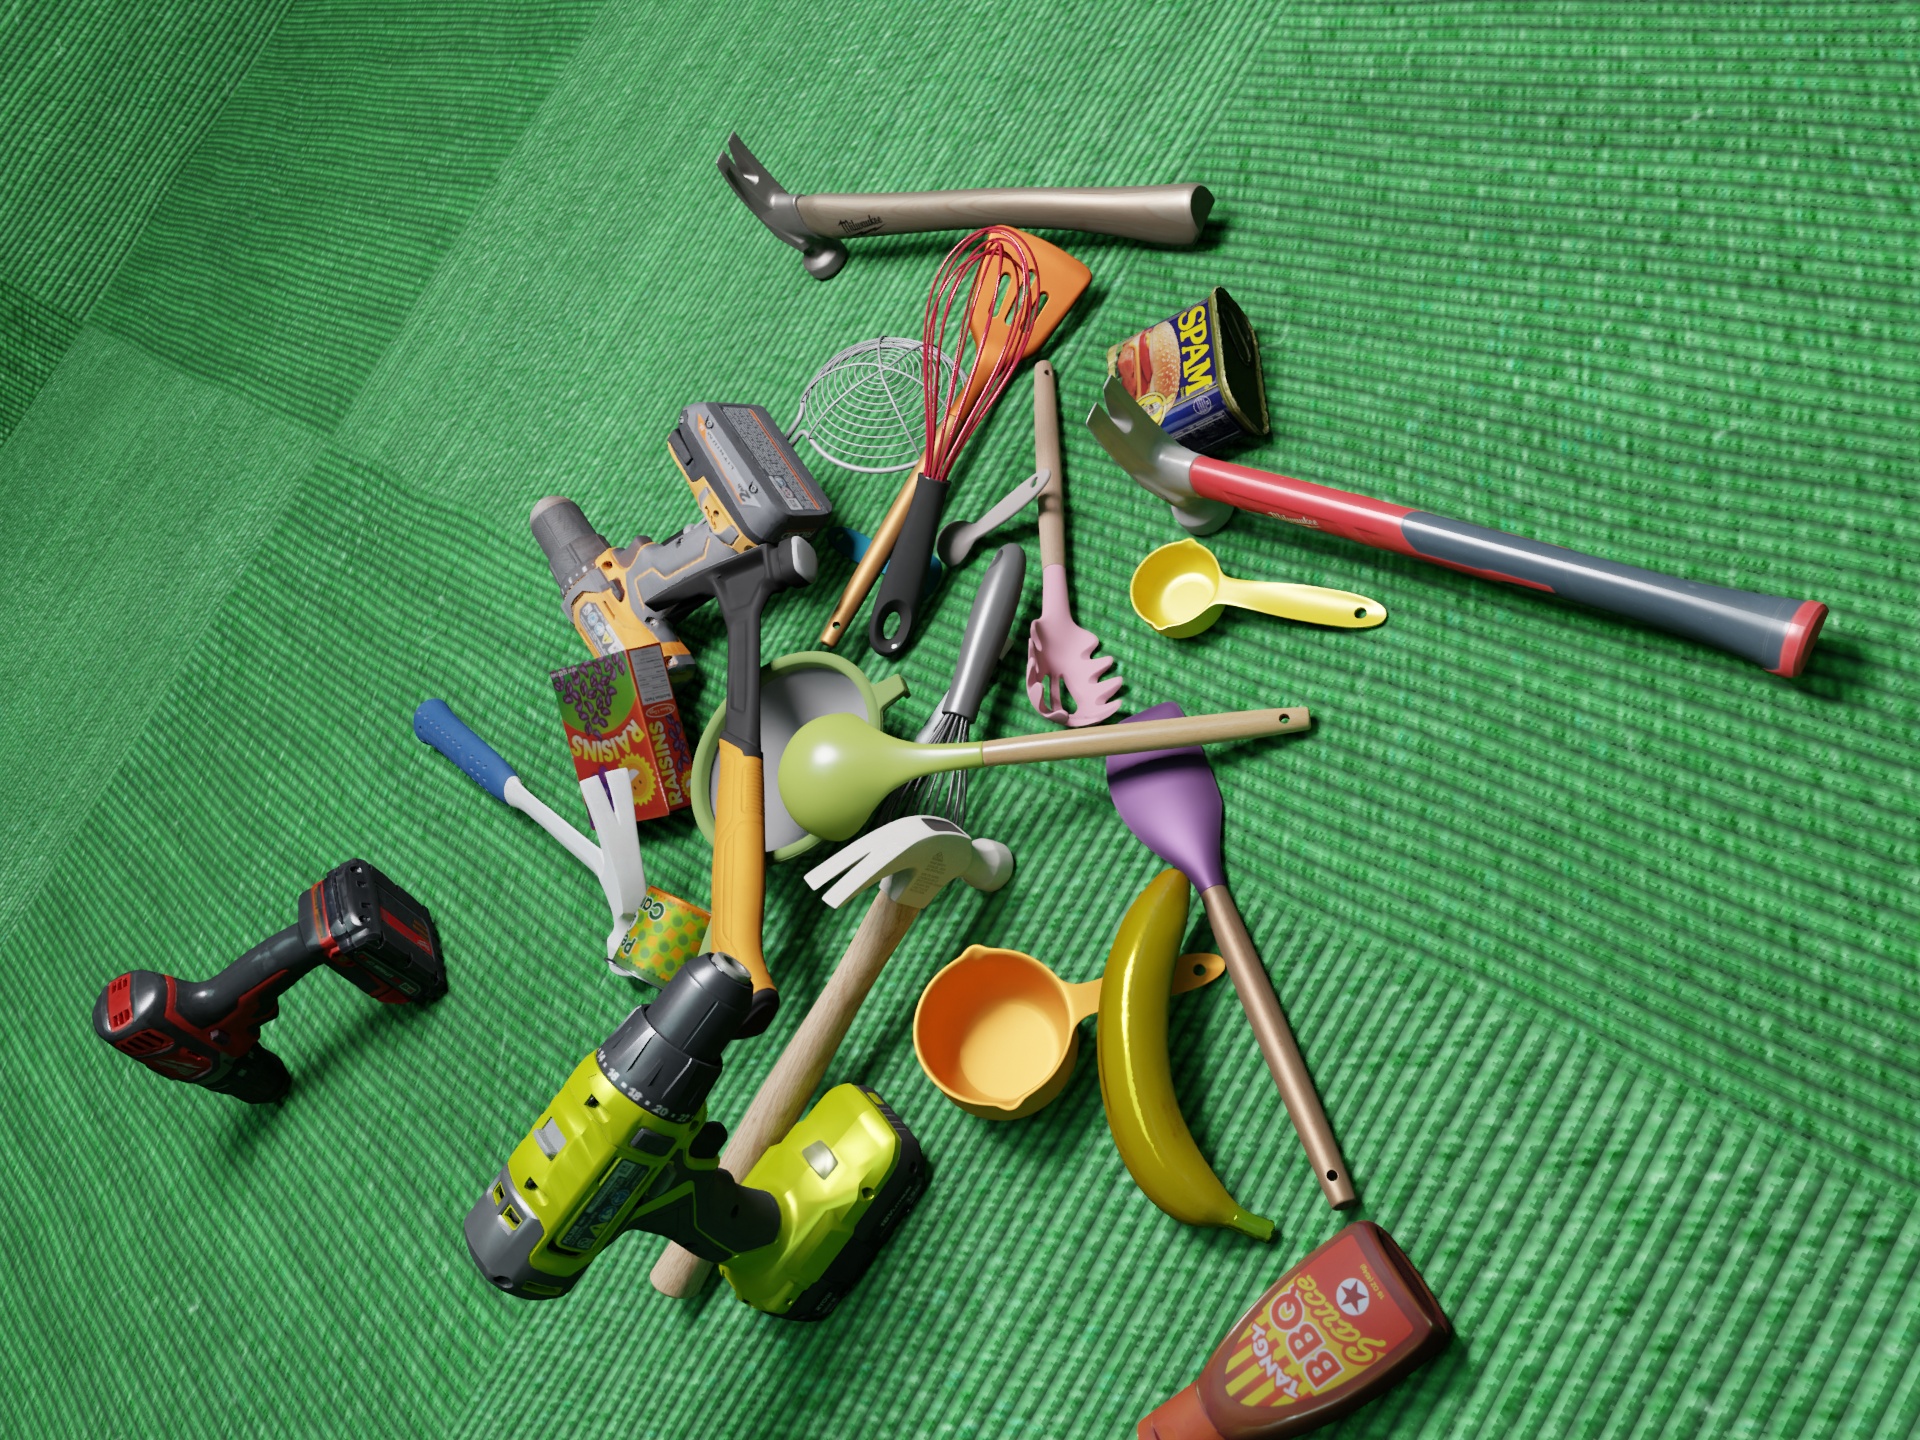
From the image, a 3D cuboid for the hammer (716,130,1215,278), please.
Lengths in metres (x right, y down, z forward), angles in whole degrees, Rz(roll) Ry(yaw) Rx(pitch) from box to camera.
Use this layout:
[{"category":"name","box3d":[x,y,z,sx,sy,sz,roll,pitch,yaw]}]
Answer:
[{"category":"hammer","box3d":[-0.002,-0.386,1.184,0.411,0.146,0.038,13,73,37]}]

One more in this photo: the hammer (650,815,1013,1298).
[{"category":"hammer","box3d":[-0.093,0.201,0.942,0.031,0.130,0.331,36,99,39]}]

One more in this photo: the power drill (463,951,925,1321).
[{"category":"power drill","box3d":[-0.124,0.230,0.852,0.190,0.228,0.080,-53,46,1]}]

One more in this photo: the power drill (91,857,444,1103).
[{"category":"power drill","box3d":[-0.520,0.218,1.240,0.226,0.187,0.080,-27,53,0]}]

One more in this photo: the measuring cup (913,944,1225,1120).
[{"category":"measuring cup","box3d":[0.062,0.164,0.877,0.173,0.052,0.095,-16,59,1]}]

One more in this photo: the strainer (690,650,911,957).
[{"category":"strainer","box3d":[-0.117,0.083,1.043,0.151,0.069,0.256,8,72,36]}]

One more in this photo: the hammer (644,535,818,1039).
[{"category":"hammer","box3d":[-0.147,0.040,1.017,0.127,0.034,0.337,-19,57,23]}]

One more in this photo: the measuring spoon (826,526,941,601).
[{"category":"measuring spoon","box3d":[-0.063,-0.120,1.147,0.129,0.021,0.042,32,87,42]}]

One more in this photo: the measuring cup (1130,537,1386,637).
[{"category":"measuring cup","box3d":[0.175,-0.068,0.935,0.157,0.029,0.062,12,73,30]}]

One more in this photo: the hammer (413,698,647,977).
[{"category":"hammer","box3d":[-0.340,0.053,1.226,0.406,0.035,0.144,26,125,49]}]

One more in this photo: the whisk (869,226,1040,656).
[{"category":"whisk","box3d":[-0.012,-0.181,1.064,0.073,0.073,0.295,32,111,44]}]

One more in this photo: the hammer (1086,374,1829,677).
[{"category":"hammer","box3d":[0.241,-0.101,0.829,0.387,0.143,0.038,24,85,39]}]

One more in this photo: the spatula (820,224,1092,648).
[{"category":"spatula","box3d":[-0.016,-0.194,1.115,0.081,0.041,0.322,28,82,4]}]

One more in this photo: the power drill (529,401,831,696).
[{"category":"power drill","box3d":[-0.221,-0.141,1.183,0.226,0.084,0.185,-42,75,29]}]

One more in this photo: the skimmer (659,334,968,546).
[{"category":"skimmer","box3d":[-0.147,-0.167,1.238,0.363,0.090,0.127,-36,52,30]}]

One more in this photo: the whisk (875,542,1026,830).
[{"category":"whisk","box3d":[-0.001,-0.003,1.006,0.055,0.055,0.239,8,74,41]}]

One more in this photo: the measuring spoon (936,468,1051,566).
[{"category":"measuring spoon","box3d":[0.019,-0.140,1.069,0.124,0.018,0.034,-31,42,49]}]

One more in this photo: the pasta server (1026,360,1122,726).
[{"category":"pasta server","box3d":[0.064,-0.124,1.040,0.040,0.060,0.317,125,151,-51]}]

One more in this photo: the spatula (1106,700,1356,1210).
[{"category":"spatula","box3d":[0.142,0.114,0.853,0.060,0.018,0.316,-26,51,8]}]

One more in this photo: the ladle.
[{"category":"ladle","box3d":[0.043,0.019,0.931,0.320,0.062,0.078,-7,76,13]}]
